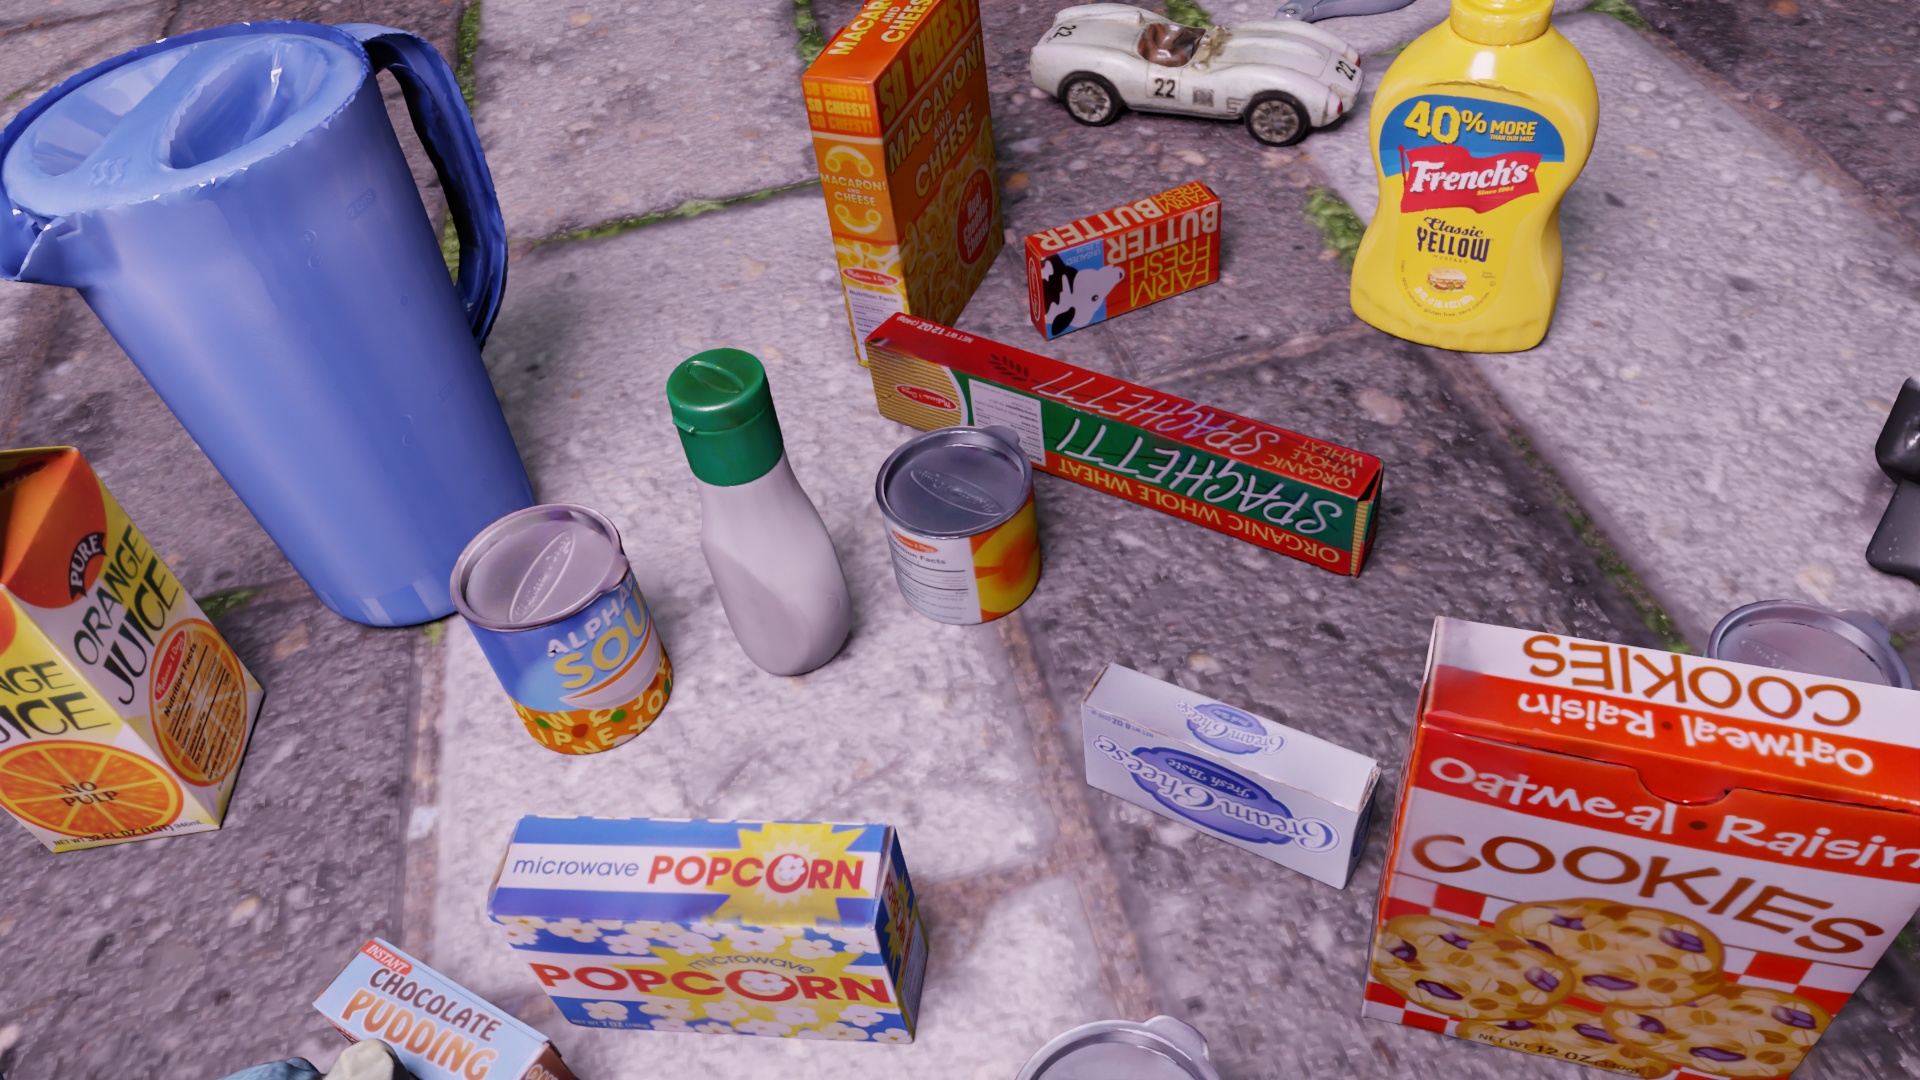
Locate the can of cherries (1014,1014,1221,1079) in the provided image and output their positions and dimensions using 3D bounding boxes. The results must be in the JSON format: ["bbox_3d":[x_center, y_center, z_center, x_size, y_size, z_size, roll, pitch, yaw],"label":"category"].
[{"bbox_3d":[0.049,0.183,0.408,0.071,0.058,0.072,-4,46,5],"label":"can of cherries"}]

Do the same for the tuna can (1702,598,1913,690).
[{"bbox_3d":[0.307,0.055,0.509,0.071,0.032,0.071,-4,46,5],"label":"tuna can"}]

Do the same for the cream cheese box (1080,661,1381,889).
[{"bbox_3d":[0.095,0.084,0.500,0.104,0.053,0.024,19,52,25],"label":"cream cheese box"}]

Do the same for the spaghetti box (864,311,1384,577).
[{"bbox_3d":[0.068,-0.047,0.631,0.250,0.050,0.029,21,53,26],"label":"spaghetti box"}]

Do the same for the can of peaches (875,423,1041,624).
[{"bbox_3d":[0.002,-0.007,0.598,0.071,0.057,0.071,-4,46,5],"label":"can of peaches"}]

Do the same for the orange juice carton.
[{"bbox_3d":[-0.348,0.032,0.520,0.072,0.191,0.073,-8,46,1],"label":"orange juice carton"}]

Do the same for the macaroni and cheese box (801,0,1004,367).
[{"bbox_3d":[-0.024,-0.186,0.697,0.040,0.165,0.124,12,50,20],"label":"macaroni and cheese box"}]

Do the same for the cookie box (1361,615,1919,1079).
[{"bbox_3d":[0.186,0.097,0.394,0.123,0.166,0.040,8,49,16],"label":"cookie box"}]

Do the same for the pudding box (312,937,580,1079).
[{"bbox_3d":[-0.167,0.169,0.460,0.084,0.049,0.030,19,52,25],"label":"pudding box"}]

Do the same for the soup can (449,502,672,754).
[{"bbox_3d":[-0.156,0.037,0.561,0.071,0.083,0.072,-4,46,5],"label":"soup can"}]

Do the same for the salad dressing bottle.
[{"bbox_3d":[-0.080,-0.008,0.549,0.064,0.146,0.044,29,57,31],"label":"salad dressing bottle"}]

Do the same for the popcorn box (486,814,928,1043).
[{"bbox_3d":[-0.080,0.129,0.461,0.127,0.084,0.038,0,47,8],"label":"popcorn box"}]

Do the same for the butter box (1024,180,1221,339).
[{"bbox_3d":[0.085,-0.146,0.721,0.104,0.052,0.024,-21,47,-11],"label":"butter box"}]
